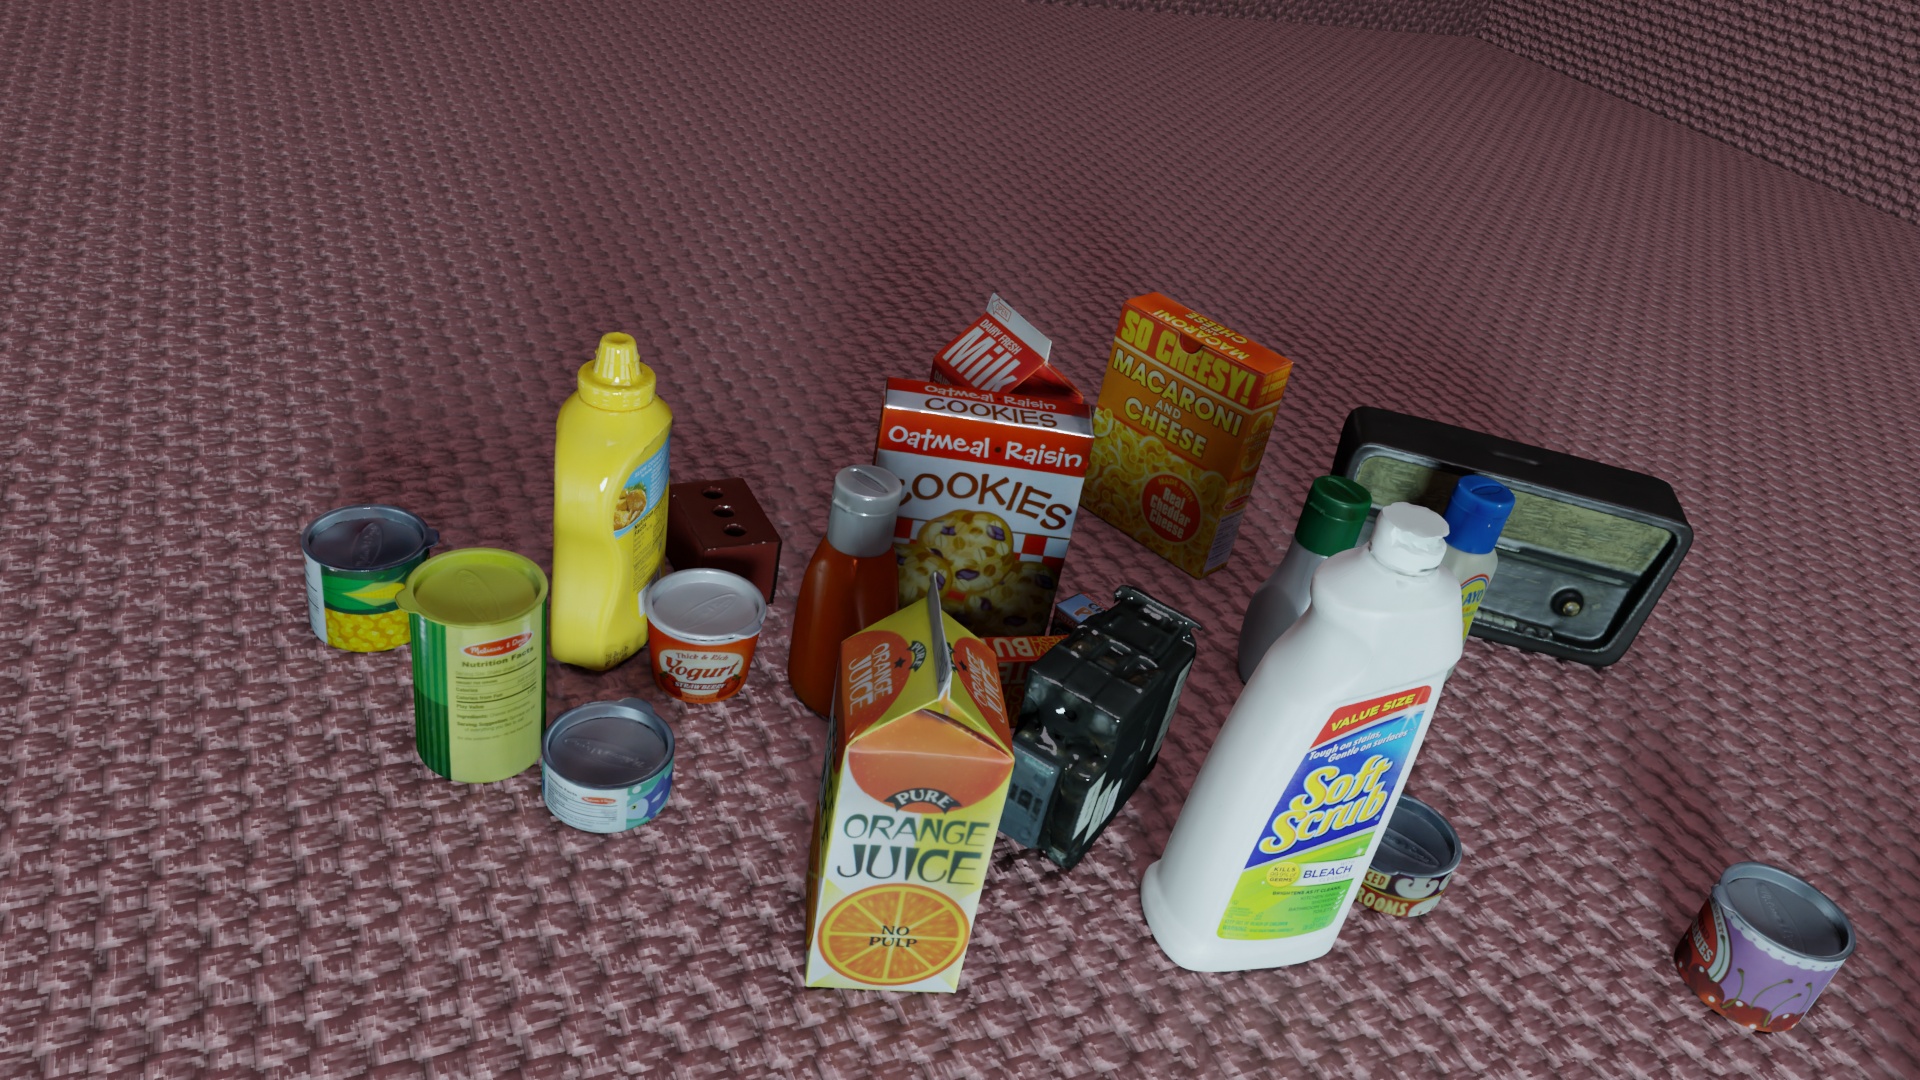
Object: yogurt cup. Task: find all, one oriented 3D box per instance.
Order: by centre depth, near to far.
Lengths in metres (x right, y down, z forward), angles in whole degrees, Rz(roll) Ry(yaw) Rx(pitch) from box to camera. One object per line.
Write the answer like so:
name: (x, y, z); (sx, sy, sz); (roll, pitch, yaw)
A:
yogurt cup: (-0.147, 0.056, 0.795); (0.072, 0.053, 0.073); (8, 33, -5)

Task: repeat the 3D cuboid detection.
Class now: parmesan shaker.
parmesan shaker: (-0.247, 0.064, 0.705); (0.071, 0.102, 0.072); (8, 32, -5)

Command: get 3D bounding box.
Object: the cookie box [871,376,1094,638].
cookie box: (0.003, -0.011, 0.840); (0.123, 0.166, 0.040); (8, 32, -6)

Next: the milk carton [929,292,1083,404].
milk carton: (0.021, -0.058, 0.898); (0.074, 0.189, 0.072); (-11, 38, -31)

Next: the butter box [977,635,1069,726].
butter box: (0.018, 0.083, 0.807); (0.104, 0.052, 0.024); (0, 34, -18)

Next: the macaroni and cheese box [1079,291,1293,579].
macaroni and cheese box: (0.153, -0.074, 0.985); (0.124, 0.165, 0.040); (34, 39, 32)

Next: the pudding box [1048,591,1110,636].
pudding box: (0.093, 0.073, 0.848); (0.030, 0.049, 0.084); (-22, 45, -41)

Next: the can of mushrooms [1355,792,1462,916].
can of mushrooms: (0.234, 0.171, 0.757); (0.071, 0.033, 0.071); (8, 33, -5)

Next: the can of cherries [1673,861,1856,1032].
can of cherries: (0.417, 0.212, 0.728); (0.071, 0.058, 0.072); (8, 33, -5)

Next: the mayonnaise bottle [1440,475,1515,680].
mayonnaise bottle: (0.311, 0.030, 0.893); (0.065, 0.147, 0.041); (-11, 39, -31)

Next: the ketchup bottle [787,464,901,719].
ketchup bottle: (-0.062, 0.030, 0.775); (0.065, 0.148, 0.044); (34, 39, 31)

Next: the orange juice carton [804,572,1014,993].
orange juice carton: (-0.024, 0.111, 0.621); (0.073, 0.191, 0.072); (5, 33, -10)

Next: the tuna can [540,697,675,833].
tuna can: (-0.180, 0.114, 0.714); (0.071, 0.032, 0.071); (8, 33, -5)

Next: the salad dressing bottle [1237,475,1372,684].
salad dressing bottle: (0.214, 0.031, 0.861); (0.044, 0.146, 0.064); (-10, 38, -30)

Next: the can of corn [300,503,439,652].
can of corn: (-0.332, 0.021, 0.786); (0.071, 0.058, 0.071); (8, 33, -5)
